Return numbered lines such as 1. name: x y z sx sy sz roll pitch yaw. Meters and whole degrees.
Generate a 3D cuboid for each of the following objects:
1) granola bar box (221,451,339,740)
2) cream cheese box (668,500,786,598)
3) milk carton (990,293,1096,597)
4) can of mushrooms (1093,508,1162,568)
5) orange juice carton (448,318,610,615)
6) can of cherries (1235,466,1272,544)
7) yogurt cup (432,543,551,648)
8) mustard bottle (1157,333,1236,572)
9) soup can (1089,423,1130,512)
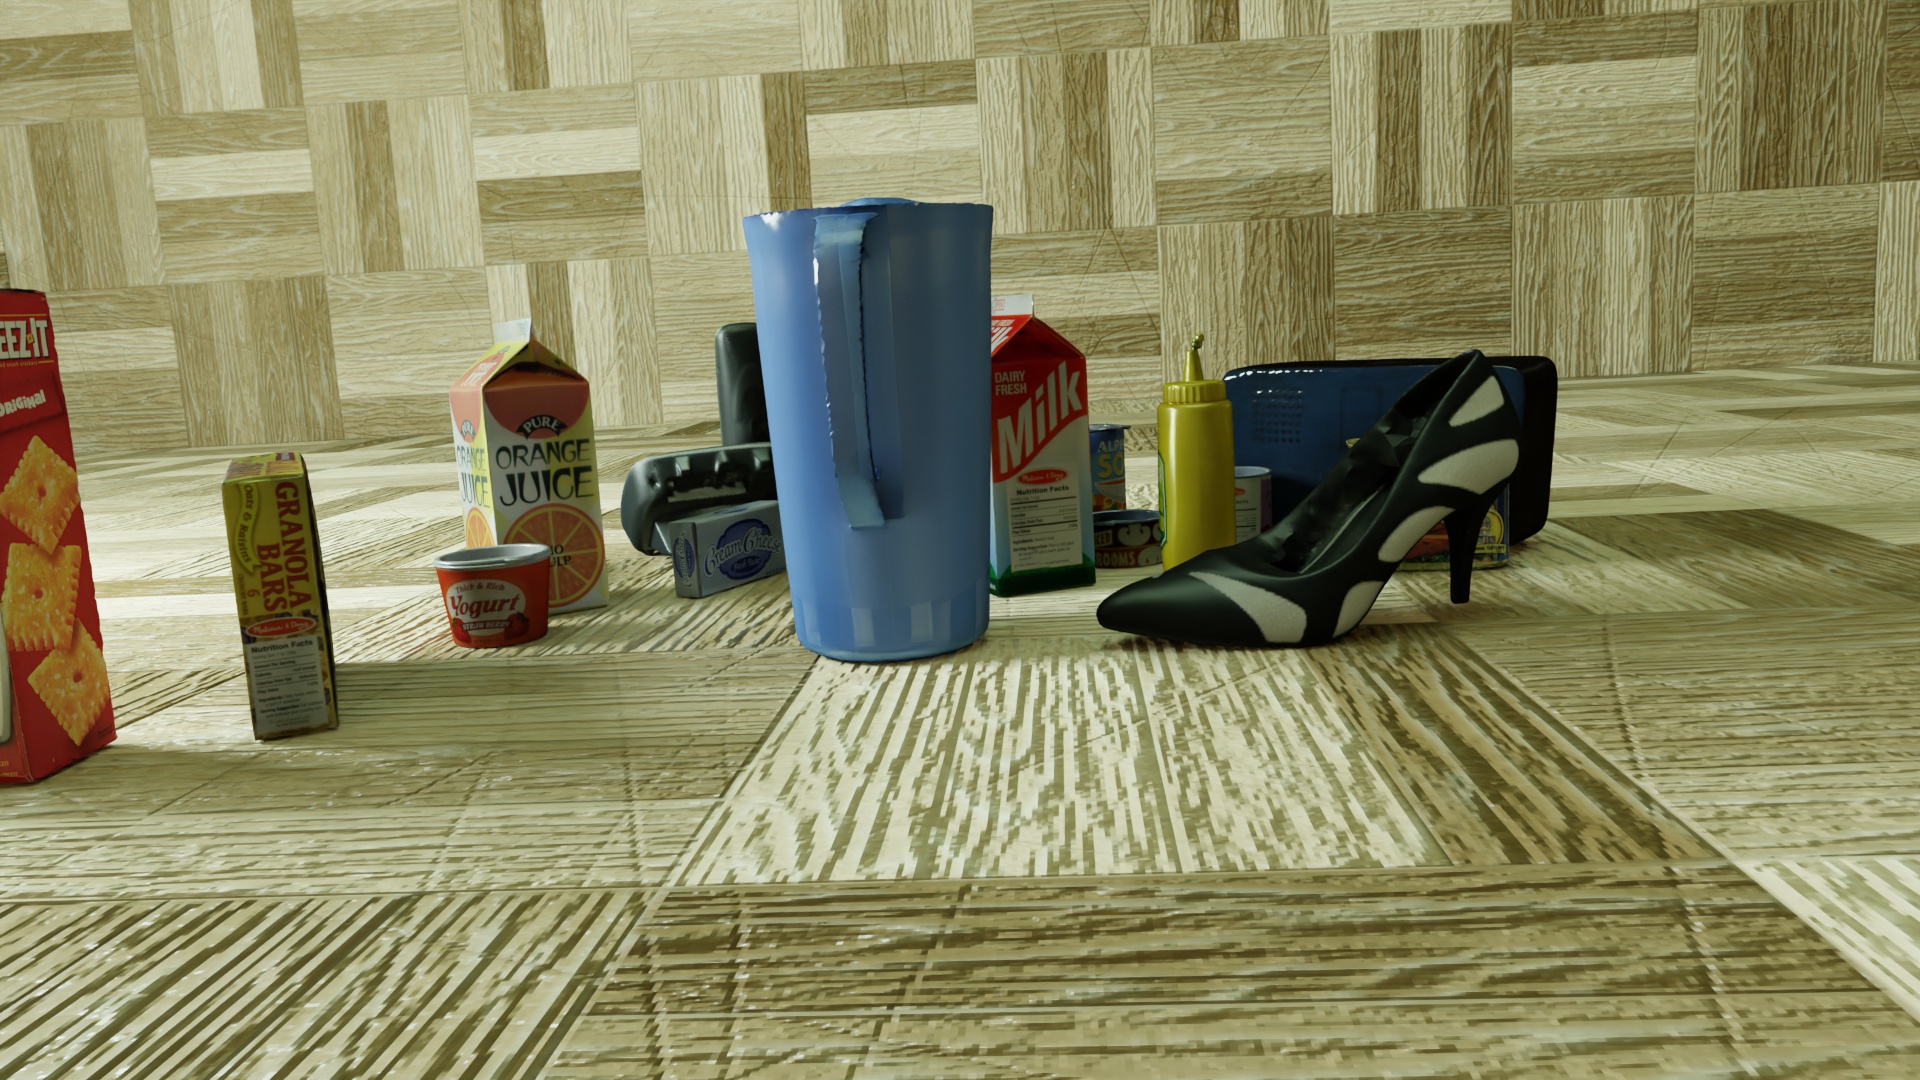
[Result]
1. granola bar box: -0.349 0.022 0.715 0.039 0.124 0.165 -7 10 -25
2. cream cheese box: -0.161 0.005 0.979 0.024 0.053 0.104 1 10 29
3. milk carton: 0.038 -0.065 0.912 0.073 0.190 0.072 -7 9 -21
4. can of mushrooms: 0.113 -0.002 0.987 0.071 0.033 0.071 -3 9 1
5. orange juice carton: -0.287 -0.049 0.920 0.073 0.192 0.072 -9 10 -35
6. can of cherries: 0.193 -0.022 1.007 0.071 0.058 0.071 -3 9 1
7. yogurt cup: -0.281 0.033 0.841 0.072 0.054 0.072 -3 9 1
8. mustard bottle: 0.150 -0.052 0.888 0.049 0.160 0.065 -3 9 5
9. soup can: 0.107 -0.053 1.150 0.071 0.083 0.071 -3 9 1
